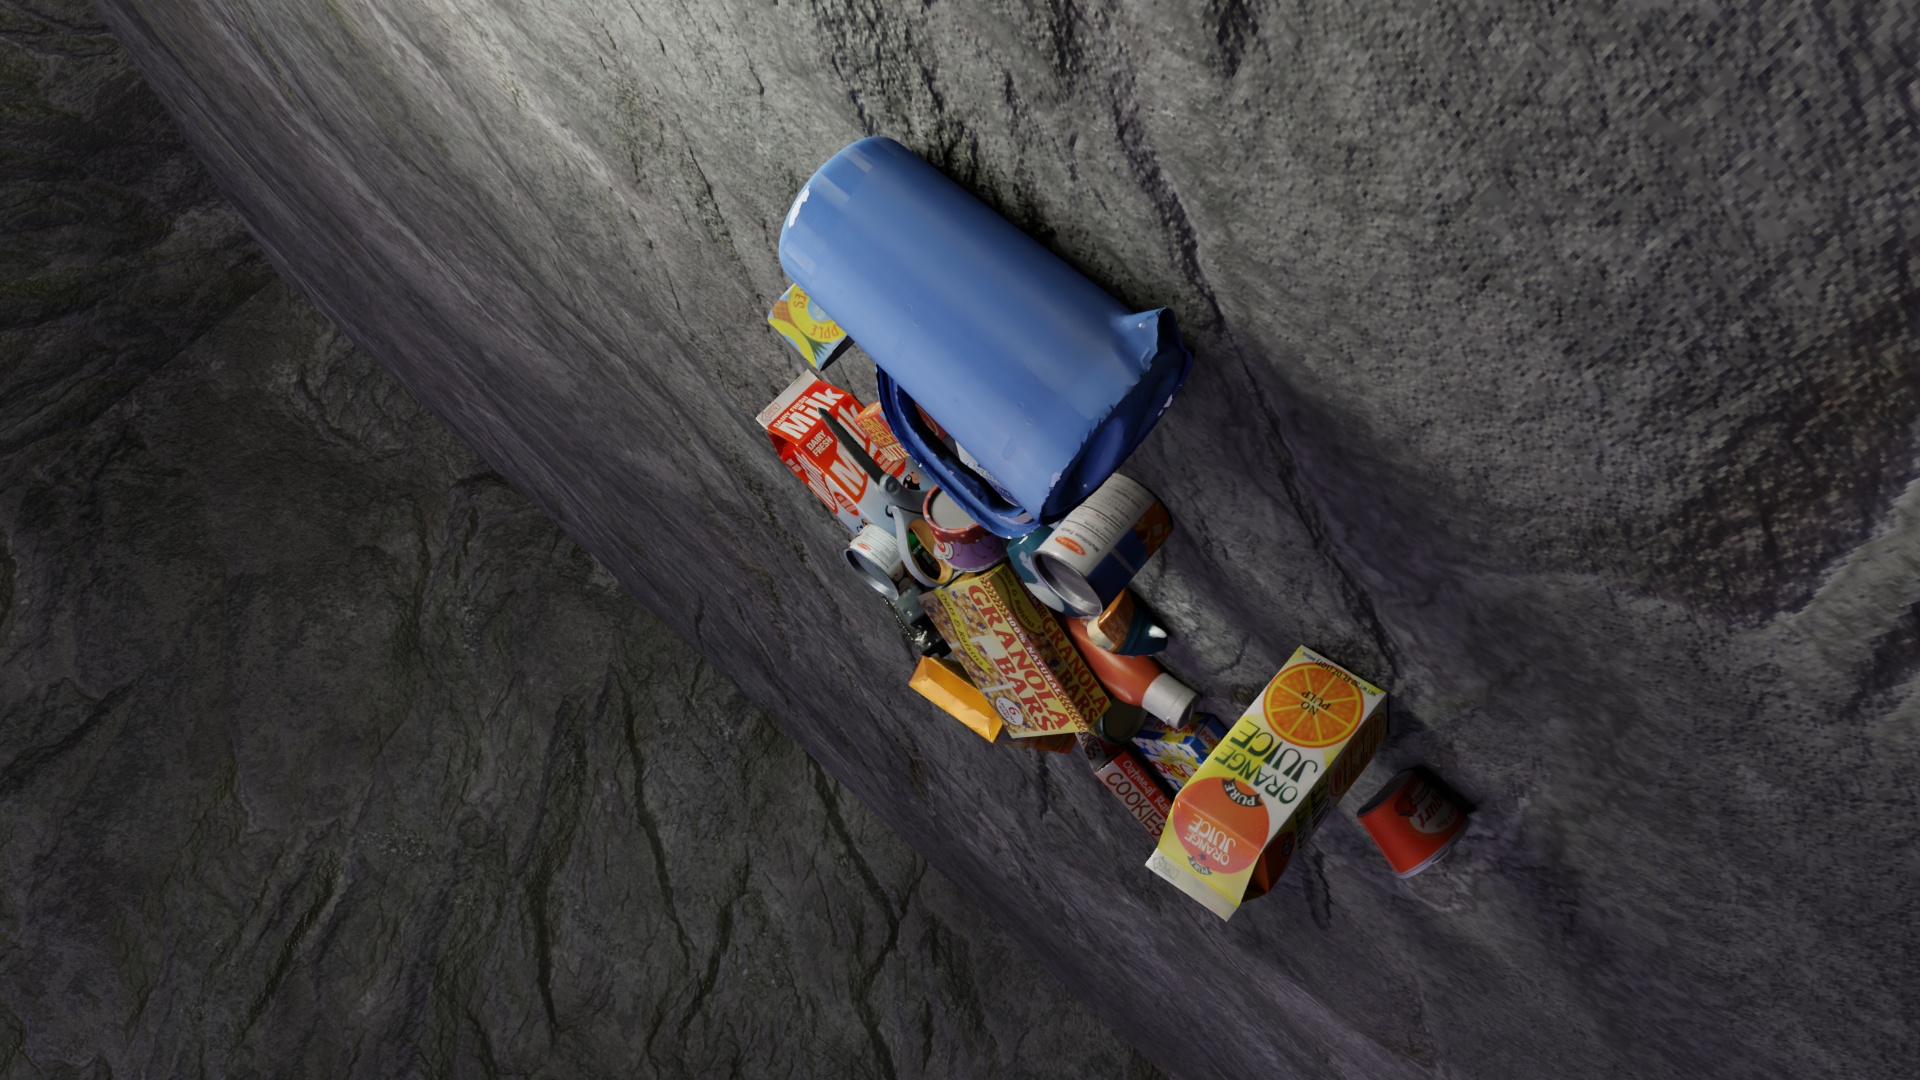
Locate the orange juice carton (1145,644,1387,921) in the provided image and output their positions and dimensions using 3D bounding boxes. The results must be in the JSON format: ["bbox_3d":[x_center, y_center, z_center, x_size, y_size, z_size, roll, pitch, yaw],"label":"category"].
[{"bbox_3d":[0.216,0.174,0.972,0.072,0.193,0.072,31,157,33],"label":"orange juice carton"}]

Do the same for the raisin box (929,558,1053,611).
[{"bbox_3d":[0.037,0.051,1.318,0.123,0.040,0.086,16,147,53],"label":"raisin box"}]

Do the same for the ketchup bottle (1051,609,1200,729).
[{"bbox_3d":[0.141,0.113,1.230,0.149,0.044,0.064,33,153,26],"label":"ketchup bottle"}]

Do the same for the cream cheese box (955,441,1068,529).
[{"bbox_3d":[0.044,-0.051,1.099,0.104,0.024,0.053,32,157,29],"label":"cream cheese box"}]

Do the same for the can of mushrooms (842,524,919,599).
[{"bbox_3d":[-0.071,0.020,1.249,0.071,0.033,0.070,36,160,16],"label":"can of mushrooms"}]

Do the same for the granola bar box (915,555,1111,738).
[{"bbox_3d":[0.047,0.098,1.251,0.165,0.039,0.124,56,148,-9],"label":"granola bar box"}]

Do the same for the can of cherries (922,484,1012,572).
[{"bbox_3d":[0.004,-0.015,1.186,0.071,0.072,0.058,30,157,33],"label":"can of cherries"}]

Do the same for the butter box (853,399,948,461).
[{"bbox_3d":[-0.052,-0.098,1.193,0.053,0.024,0.103,47,161,-15],"label":"butter box"}]

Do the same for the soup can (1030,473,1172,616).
[{"bbox_3d":[0.103,0.004,1.003,0.071,0.084,0.071,38,161,16],"label":"soup can"}]

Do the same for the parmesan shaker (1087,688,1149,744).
[{"bbox_3d":[0.118,0.143,1.305,0.103,0.071,0.071,22,152,47],"label":"parmesan shaker"}]

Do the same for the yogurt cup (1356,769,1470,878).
[{"bbox_3d":[0.329,0.205,1.018,0.054,0.072,0.072,49,162,8],"label":"yogurt cup"}]

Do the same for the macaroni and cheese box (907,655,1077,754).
[{"bbox_3d":[0.041,0.174,1.470,0.124,0.040,0.166,31,-174,34],"label":"macaroni and cheese box"}]

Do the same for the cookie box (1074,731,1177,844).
[{"bbox_3d":[0.183,0.247,1.382,0.167,0.040,0.123,49,-175,-18],"label":"cookie box"}]

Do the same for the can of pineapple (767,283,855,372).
[{"bbox_3d":[-0.106,-0.173,1.068,0.058,0.071,0.071,44,162,-3],"label":"can of pineapple"}]

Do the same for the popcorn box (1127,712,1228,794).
[{"bbox_3d":[0.213,0.199,1.281,0.085,0.038,0.126,49,161,-13],"label":"popcorn box"}]

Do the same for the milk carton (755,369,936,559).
[{"bbox_3d":[-0.097,-0.067,1.279,0.190,0.072,0.073,46,161,-9],"label":"milk carton"}]
